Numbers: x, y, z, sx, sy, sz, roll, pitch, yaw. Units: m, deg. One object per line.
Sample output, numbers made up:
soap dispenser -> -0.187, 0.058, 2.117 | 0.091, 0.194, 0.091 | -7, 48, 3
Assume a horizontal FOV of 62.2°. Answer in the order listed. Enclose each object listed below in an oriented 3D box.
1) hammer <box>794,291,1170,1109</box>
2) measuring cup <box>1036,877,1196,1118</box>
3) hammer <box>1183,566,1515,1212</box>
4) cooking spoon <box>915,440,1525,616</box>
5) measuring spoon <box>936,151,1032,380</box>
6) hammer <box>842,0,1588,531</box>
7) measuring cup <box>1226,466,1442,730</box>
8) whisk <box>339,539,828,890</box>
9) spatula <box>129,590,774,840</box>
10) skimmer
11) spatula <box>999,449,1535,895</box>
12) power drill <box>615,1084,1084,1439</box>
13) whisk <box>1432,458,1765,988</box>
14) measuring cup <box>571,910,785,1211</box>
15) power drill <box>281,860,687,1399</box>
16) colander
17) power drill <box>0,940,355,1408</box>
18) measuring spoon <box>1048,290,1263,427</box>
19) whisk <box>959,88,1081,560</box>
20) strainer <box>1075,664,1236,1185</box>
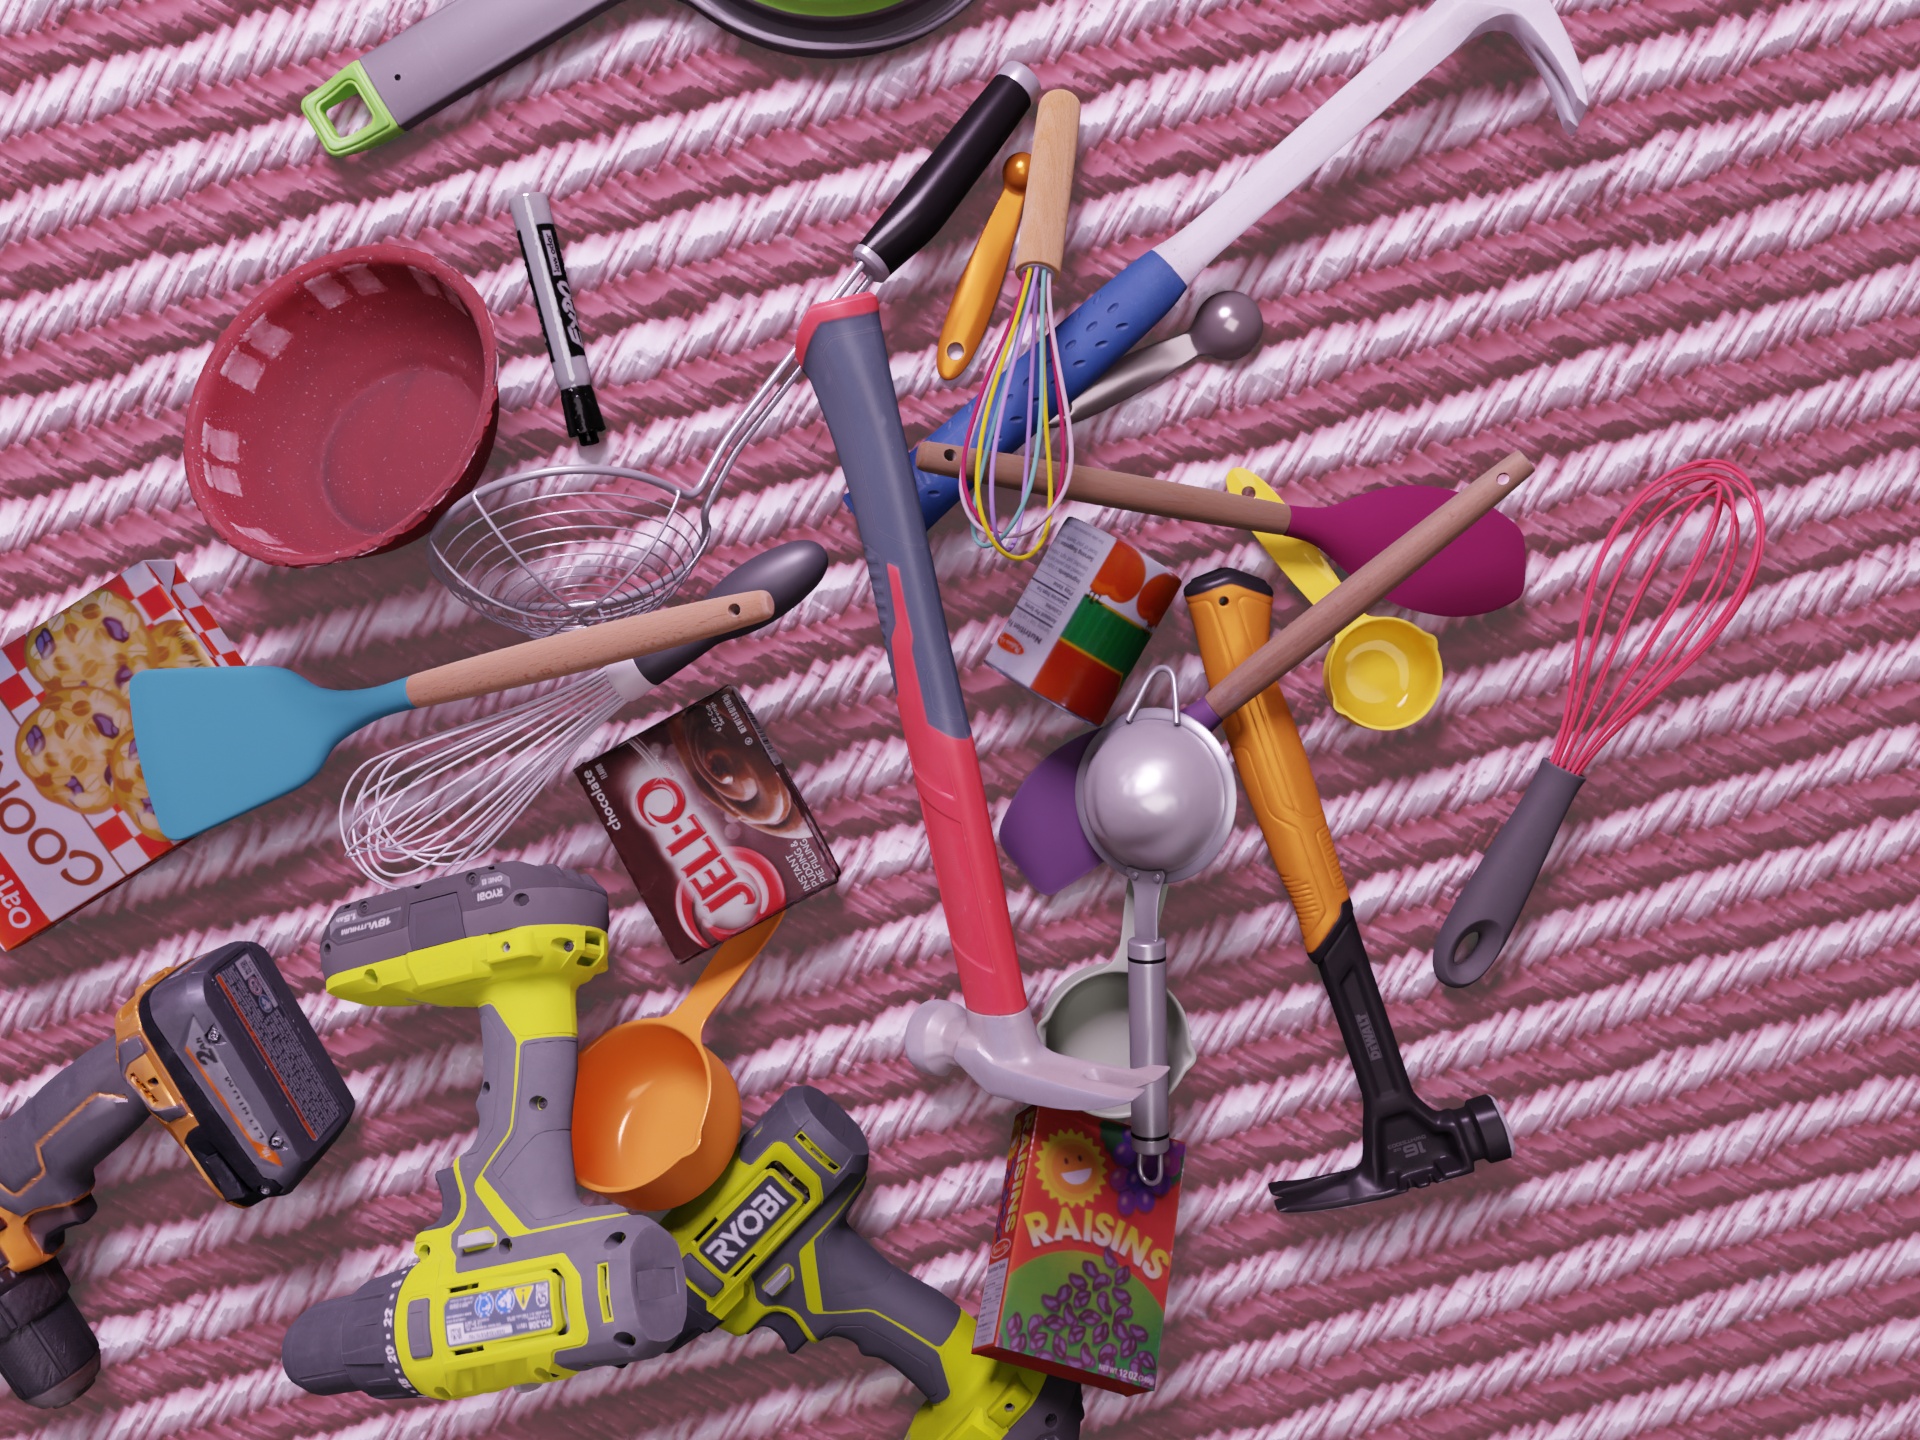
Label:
hammer -> -0.001, -0.002, 0.734 | 0.143, 0.038, 0.386 | 1, 109, 42
measuring cup -> 0.086, 0.118, 0.818 | 0.083, 0.038, 0.167 | 11, 89, -3
hammer -> 0.173, 0.086, 0.813 | 0.127, 0.034, 0.337 | -18, 96, 6
cooking spoon -> 0.134, -0.101, 0.771 | 0.318, 0.017, 0.069 | 8, 76, -13
measuring spoon -> 0.013, -0.223, 0.781 | 0.021, 0.011, 0.117 | 21, 96, -5
hammer -> 0.112, -0.220, 0.763 | 0.405, 0.035, 0.144 | -41, 81, 5
measuring cup -> 0.183, -0.063, 0.807 | 0.062, 0.029, 0.156 | -36, 85, -1
whisk -> -0.182, -0.006, 0.753 | 0.284, 0.070, 0.070 | -32, 98, 12
spatula -> -0.233, -0.016, 0.725 | 0.317, 0.044, 0.082 | -13, 89, 17
skimmer -> -0.101, -0.183, 0.755 | 0.090, 0.127, 0.363 | 34, 82, 23
spatula -> 0.142, -0.024, 0.771 | 0.316, 0.018, 0.060 | -39, 82, 18
power drill -> -0.062, 0.322, 0.818 | 0.223, 0.080, 0.171 | 43, 93, -3
whisk -> 0.314, 0.007, 0.803 | 0.073, 0.073, 0.296 | 23, 102, -5
measuring cup -> -0.130, 0.166, 0.806 | 0.095, 0.052, 0.174 | 21, 66, 33
power drill -> -0.234, 0.195, 0.741 | 0.190, 0.080, 0.229 | -15, 71, 14
colander -> -0.132, -0.374, 0.715 | 0.397, 0.094, 0.204 | -30, 97, 1
power drill -> -0.422, 0.230, 0.790 | 0.226, 0.084, 0.185 | -25, 100, 5
measuring spoon -> 0.094, -0.176, 0.787 | 0.124, 0.018, 0.034 | -26, 98, 1
whisk -> 0.034, -0.185, 0.735 | 0.047, 0.051, 0.245 | 14, 70, -17
strainer -> 0.091, 0.104, 0.772 | 0.087, 0.050, 0.258 | 3, 99, 33
